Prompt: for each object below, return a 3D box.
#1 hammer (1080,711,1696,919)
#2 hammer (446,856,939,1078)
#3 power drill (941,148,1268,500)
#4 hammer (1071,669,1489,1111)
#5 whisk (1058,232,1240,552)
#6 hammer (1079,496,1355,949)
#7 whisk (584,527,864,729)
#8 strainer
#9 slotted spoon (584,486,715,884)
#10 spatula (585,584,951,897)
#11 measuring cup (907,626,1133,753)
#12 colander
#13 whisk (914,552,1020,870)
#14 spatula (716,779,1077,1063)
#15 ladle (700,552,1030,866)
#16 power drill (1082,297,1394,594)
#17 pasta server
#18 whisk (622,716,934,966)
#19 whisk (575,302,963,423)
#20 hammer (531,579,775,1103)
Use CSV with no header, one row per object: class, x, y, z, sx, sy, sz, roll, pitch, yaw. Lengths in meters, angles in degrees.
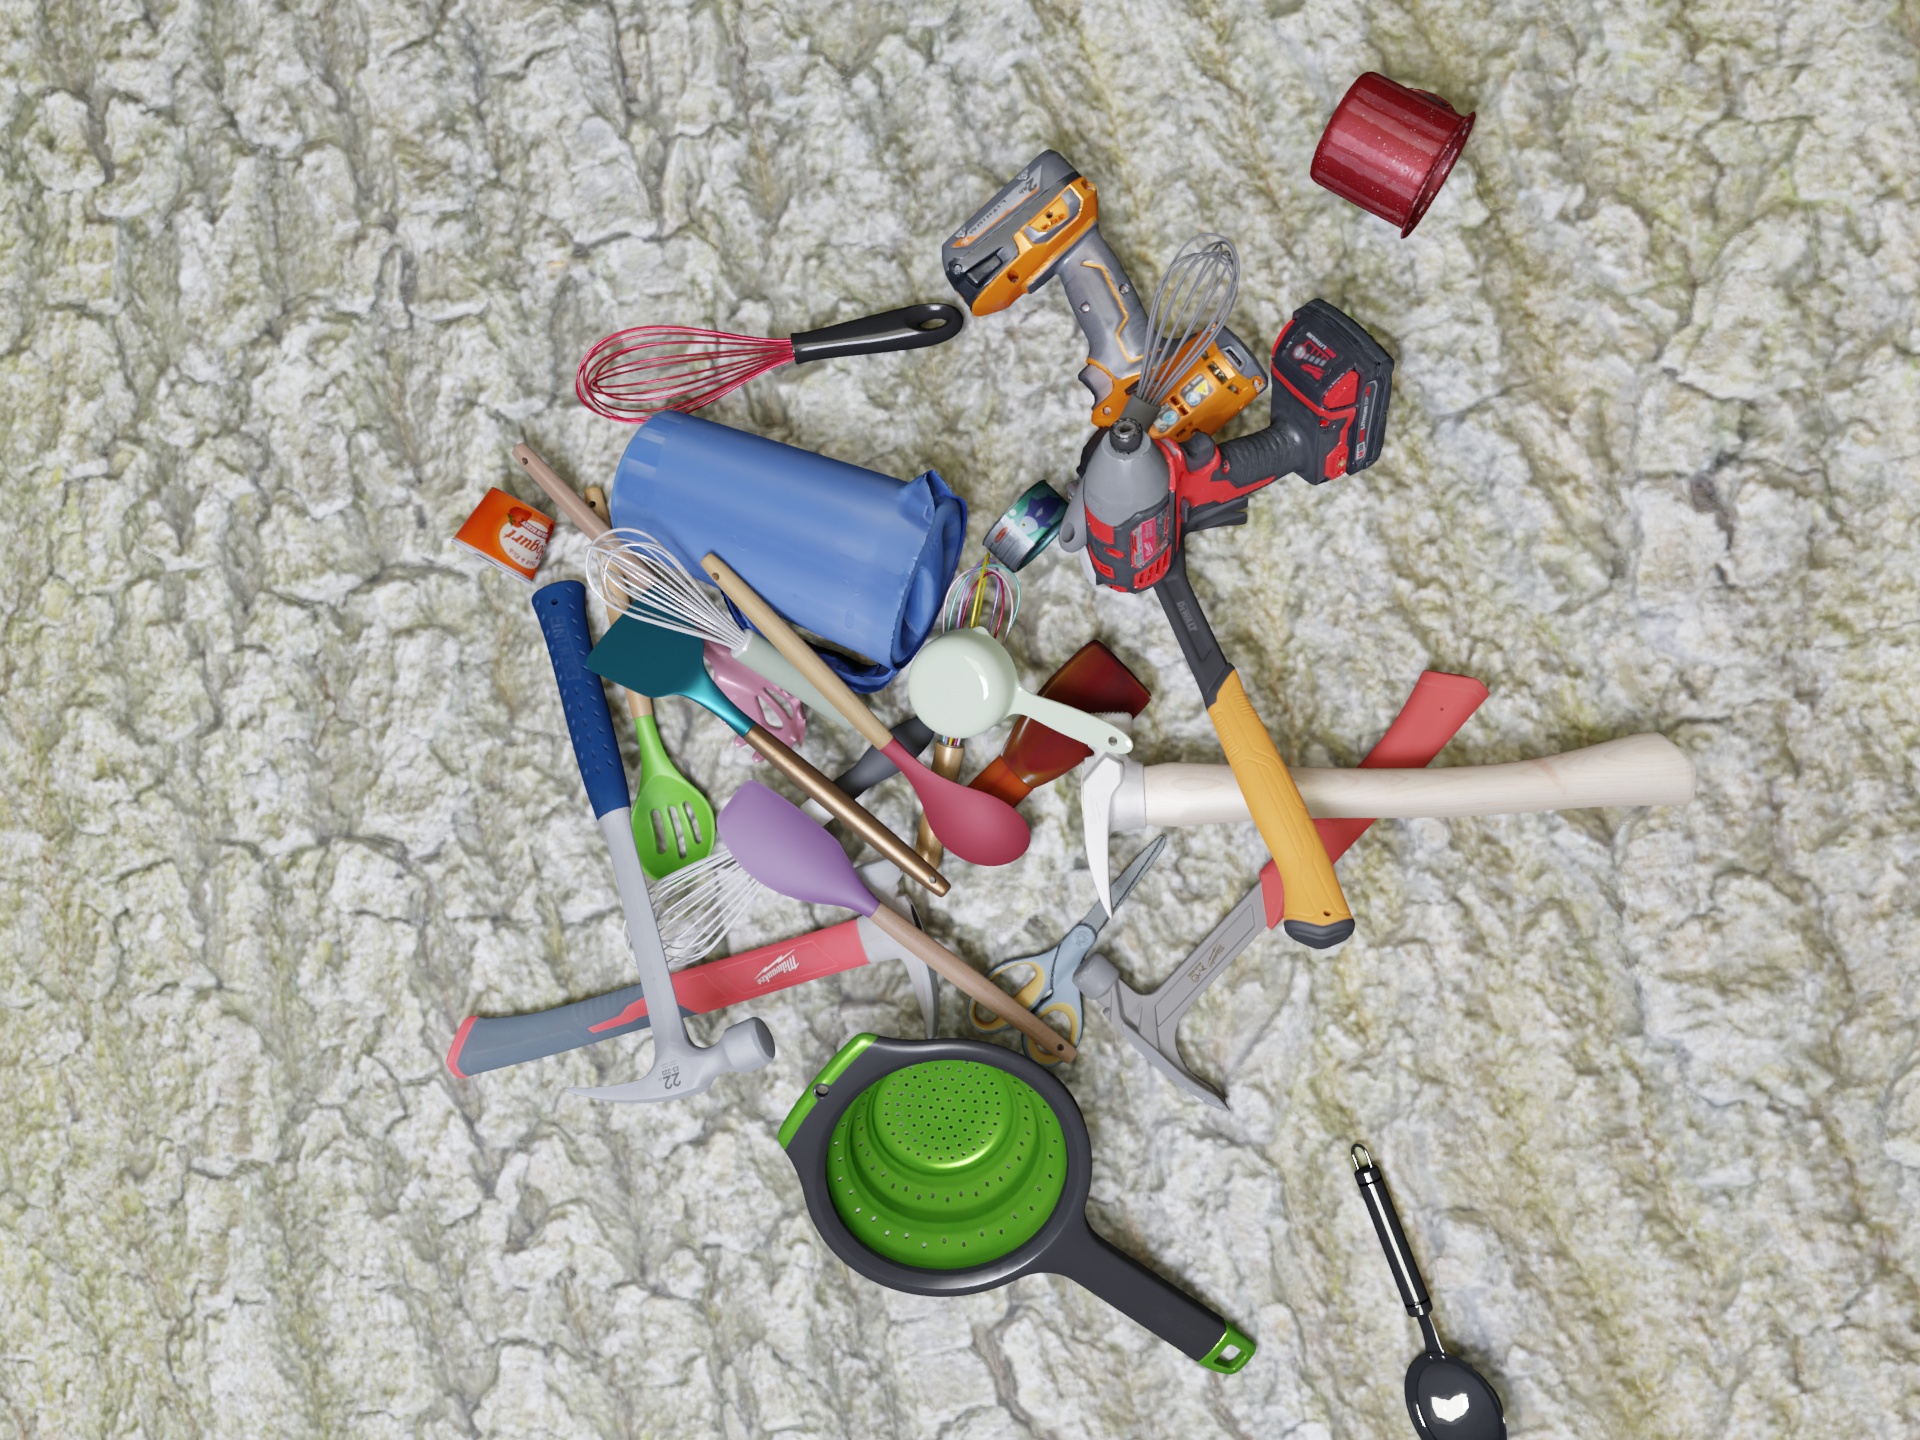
hammer,0.290,0.059,1.102,0.410,0.038,0.146,-2,90,8
hammer,-0.209,0.225,1.220,0.386,0.038,0.143,-17,90,8
power drill,0.088,-0.273,1.146,0.164,0.084,0.226,-41,89,8
hammer,0.252,0.110,1.148,0.149,0.037,0.359,42,95,-2
whisk,0.124,-0.219,1.087,0.055,0.055,0.239,30,114,6
hammer,0.193,-0.004,1.080,0.127,0.034,0.337,-18,63,-3
whisk,-0.164,-0.059,1.140,0.246,0.059,0.058,34,74,-28
strainer,0.335,0.428,1.145,0.087,0.050,0.258,-29,79,51
slotted spoon,-0.248,-0.028,1.227,0.070,0.031,0.314,-14,87,8
spatula,-0.132,0.024,1.161,0.317,0.044,0.082,40,80,1
measuring cup,0.039,-0.008,1.107,0.168,0.038,0.083,22,111,18
colander,0.053,0.351,1.169,0.397,0.094,0.204,36,101,-12
whisk,-0.001,-0.004,1.175,0.051,0.047,0.245,5,105,-24
spatula,-0.044,0.155,1.161,0.316,0.018,0.060,37,82,-5
ladle,-0.070,-0.003,1.136,0.315,0.031,0.069,46,126,-9
power drill,0.180,-0.186,1.075,0.219,0.143,0.079,-30,58,-11
pasta server,-0.230,-0.093,1.205,0.316,0.040,0.060,46,110,0
whisk,-0.132,0.088,1.182,0.284,0.070,0.070,-38,86,-5
whisk,-0.144,-0.274,1.192,0.296,0.073,0.073,-10,90,2
hammer,-0.254,0.080,1.154,0.144,0.035,0.406,-23,67,8
